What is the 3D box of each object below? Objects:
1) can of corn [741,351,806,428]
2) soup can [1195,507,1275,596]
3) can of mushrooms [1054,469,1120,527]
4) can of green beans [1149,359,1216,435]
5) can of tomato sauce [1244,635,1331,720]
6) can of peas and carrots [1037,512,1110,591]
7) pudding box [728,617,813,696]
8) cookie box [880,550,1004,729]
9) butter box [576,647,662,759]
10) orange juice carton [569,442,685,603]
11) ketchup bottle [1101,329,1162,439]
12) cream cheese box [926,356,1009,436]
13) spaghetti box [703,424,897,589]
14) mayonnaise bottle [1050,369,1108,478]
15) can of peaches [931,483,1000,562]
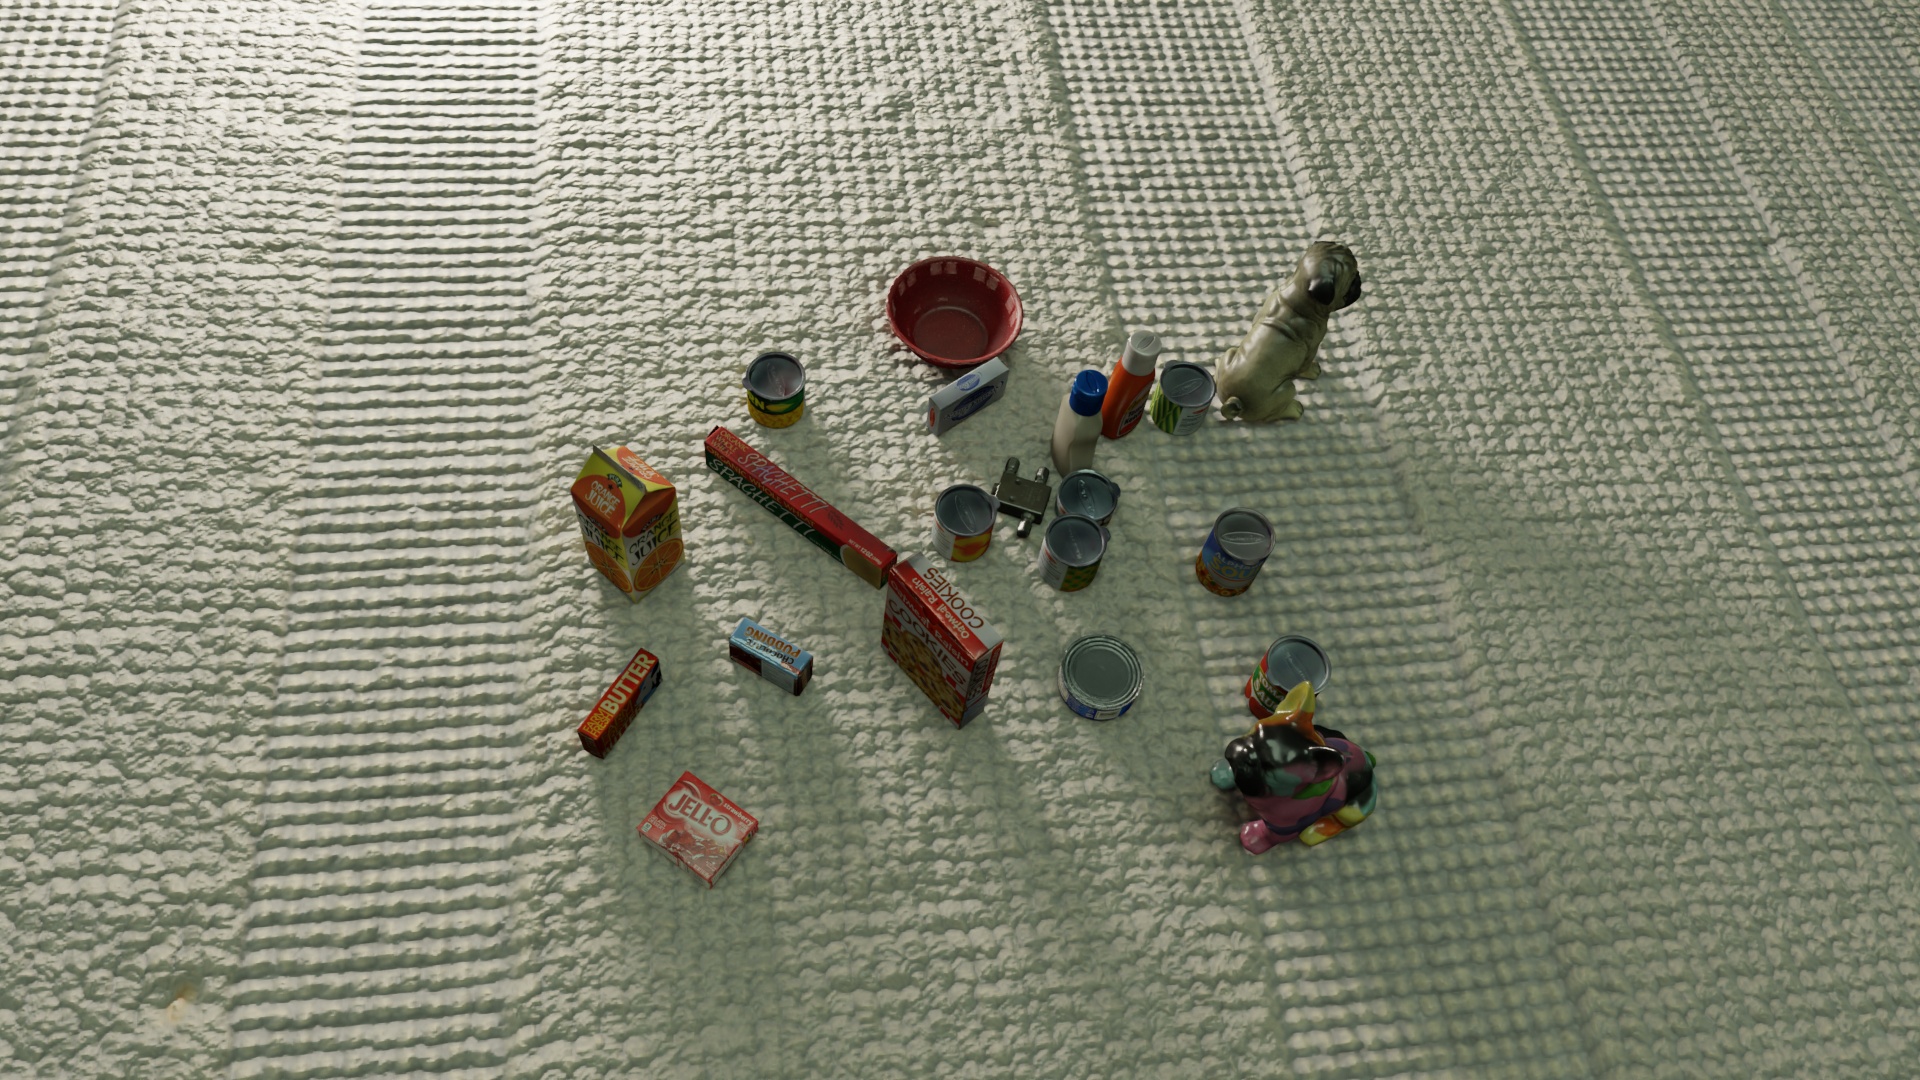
[{"bbox_3d":[-0.209,-0.167,1.552,0.071,0.058,0.071,3,59,-5],"label":"can of corn"},{"bbox_3d":[0.294,0.016,1.490,0.071,0.083,0.071,3,59,-5],"label":"soup can"},{"bbox_3d":[0.141,-0.042,1.535,0.071,0.033,0.071,3,59,-5],"label":"can of mushrooms"},{"bbox_3d":[0.256,-0.164,1.607,0.071,0.057,0.071,3,59,-5],"label":"can of green beans"},{"bbox_3d":[0.332,0.145,1.418,0.071,0.082,0.071,3,59,-5],"label":"can of tomato sauce"},{"bbox_3d":[0.121,0.013,1.486,0.071,0.058,0.071,3,59,-5],"label":"can of peas and carrots"},{"bbox_3d":[-0.190,0.117,1.391,0.084,0.049,0.030,28,60,10],"label":"pudding box"},{"bbox_3d":[-0.022,0.100,1.353,0.040,0.166,0.123,-36,70,-24],"label":"cookie box"},{"bbox_3d":[-0.329,0.159,1.348,0.024,0.053,0.104,28,60,10],"label":"butter box"},{"bbox_3d":[-0.328,-0.024,1.375,0.072,0.191,0.073,38,63,15],"label":"orange juice carton"},{"bbox_3d":[0.191,-0.176,1.554,0.043,0.148,0.065,41,63,16],"label":"ketchup bottle"},{"bbox_3d":[0.007,-0.164,1.579,0.104,0.053,0.024,-33,69,-23],"label":"cream cheese box"},{"bbox_3d":[-0.173,-0.036,1.484,0.250,0.050,0.029,35,62,14],"label":"spaghetti box"},{"bbox_3d":[0.131,-0.129,1.518,0.041,0.147,0.065,-11,62,-13],"label":"mayonnaise bottle"},{"bbox_3d":[0.005,-0.019,1.490,0.071,0.057,0.071,3,59,-5],"label":"can of peaches"}]
